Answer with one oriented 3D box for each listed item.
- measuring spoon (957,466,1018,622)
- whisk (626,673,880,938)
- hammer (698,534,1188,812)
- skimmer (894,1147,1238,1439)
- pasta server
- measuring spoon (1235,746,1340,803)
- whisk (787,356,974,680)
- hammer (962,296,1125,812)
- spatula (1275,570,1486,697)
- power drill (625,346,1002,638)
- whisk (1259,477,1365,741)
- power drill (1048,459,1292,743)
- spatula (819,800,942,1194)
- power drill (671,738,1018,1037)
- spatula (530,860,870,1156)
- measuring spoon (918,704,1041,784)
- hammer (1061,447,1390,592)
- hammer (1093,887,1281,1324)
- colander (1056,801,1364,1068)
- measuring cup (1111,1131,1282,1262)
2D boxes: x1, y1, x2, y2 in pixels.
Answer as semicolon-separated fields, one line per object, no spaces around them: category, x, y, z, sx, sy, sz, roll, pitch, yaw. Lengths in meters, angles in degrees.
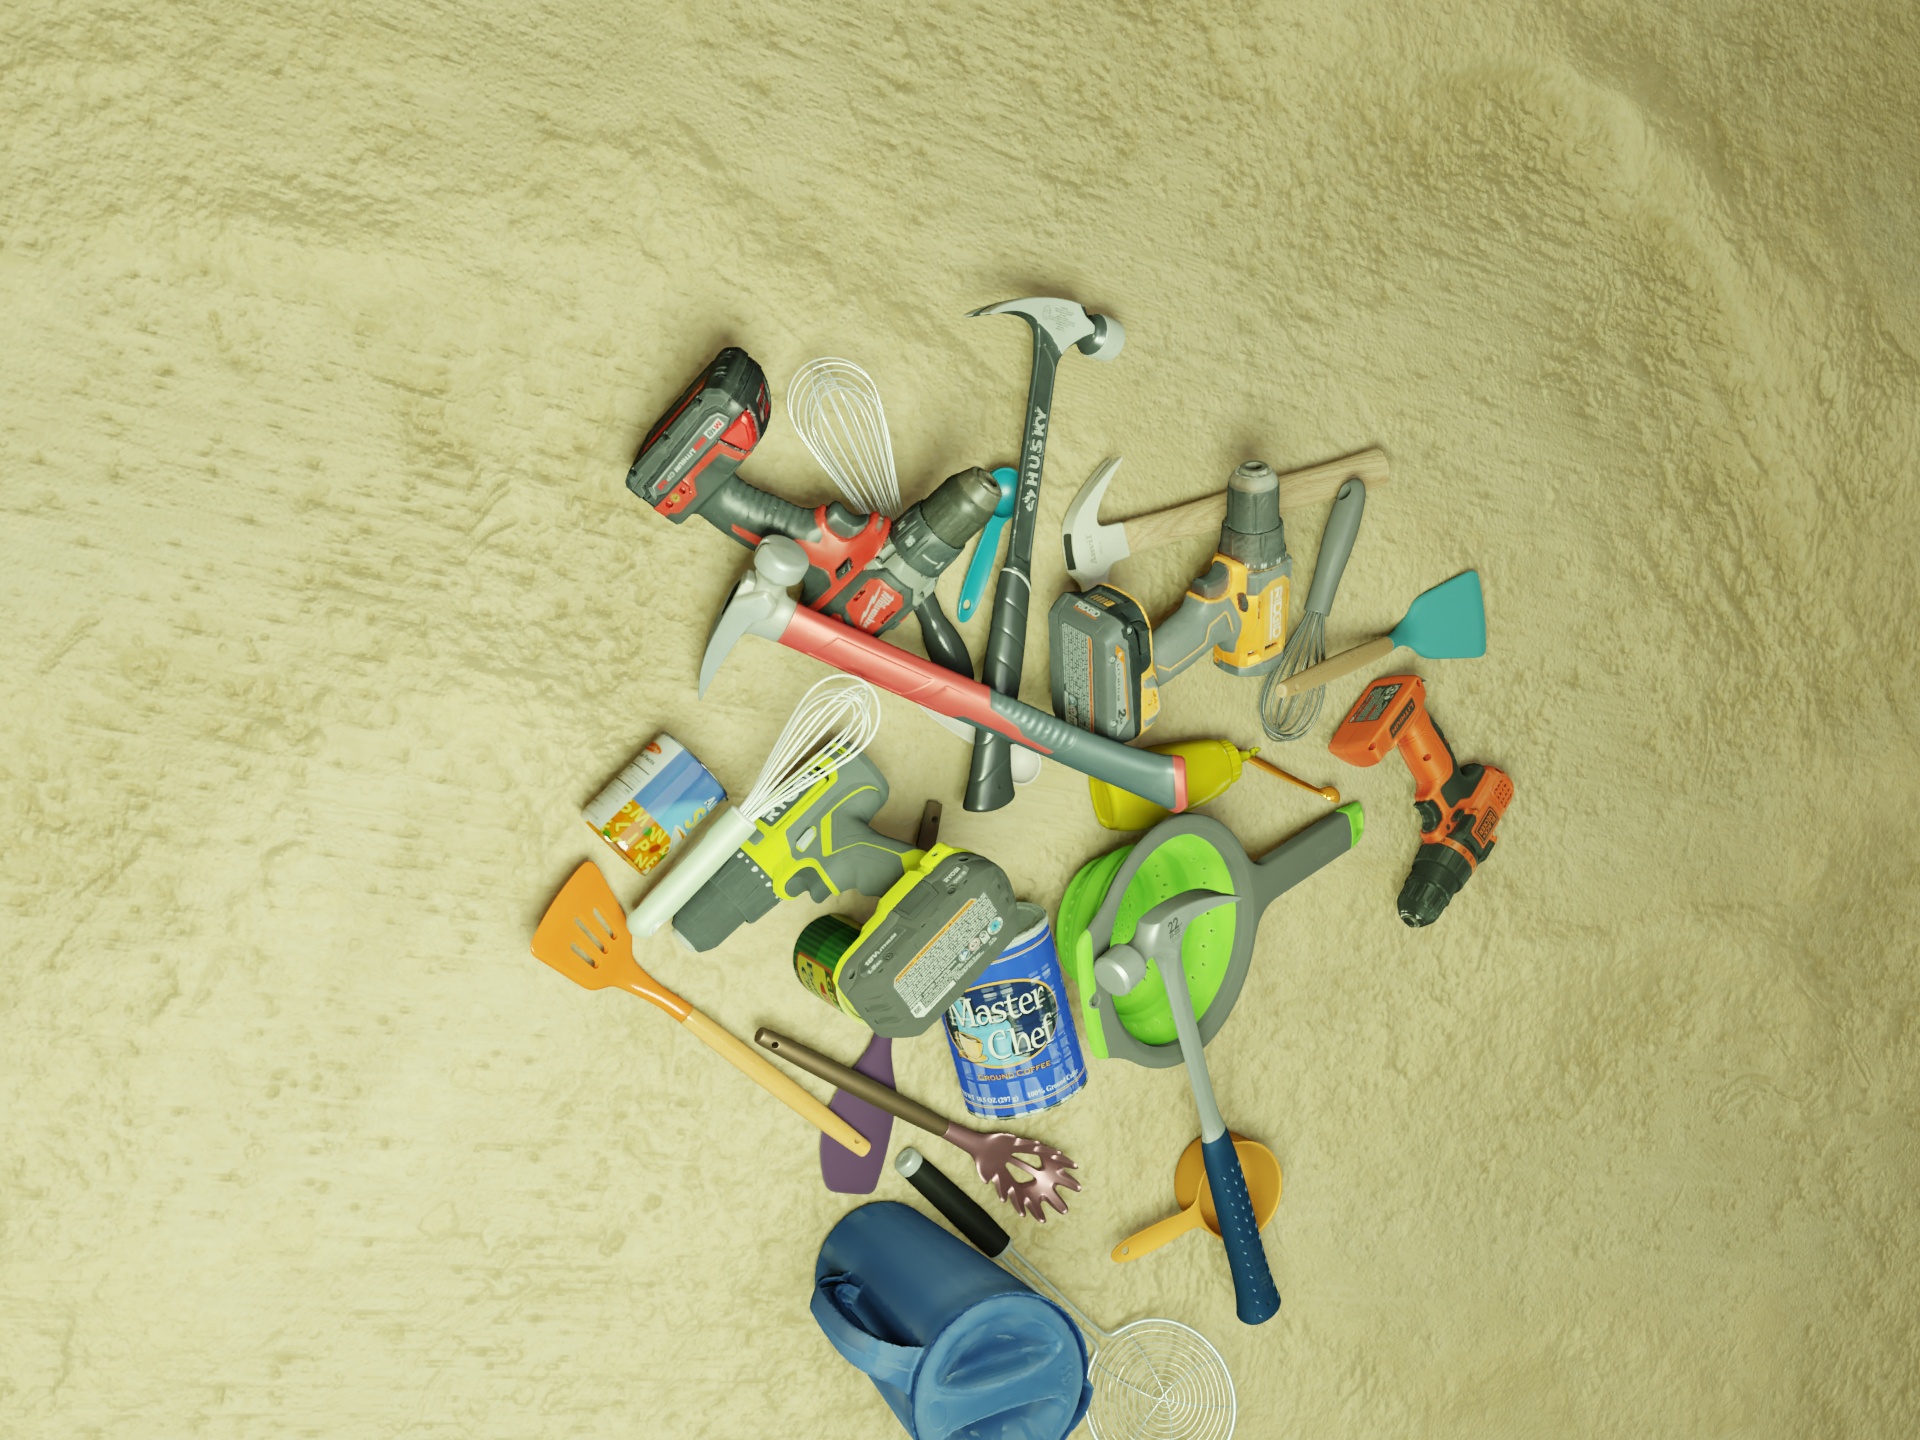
measuring spoon;0.016;-0.141;1.273;0.042;0.021;0.128;15;96;-39
whisk;-0.150;0.063;1.137;0.059;0.057;0.246;44;89;11
hammer;-0.002;-0.004;1.191;0.386;0.038;0.143;23;126;-18
skimmer;0.082;0.477;1.291;0.127;0.090;0.363;-45;108;-6
pasta server;-0.031;0.313;1.248;0.316;0.040;0.060;34;86;-27
measuring spoon;0.286;0.045;1.396;0.116;0.021;0.011;25;109;-15
whisk;-0.054;-0.143;1.220;0.070;0.070;0.284;-32;110;-20
hammer;0.043;-0.130;1.247;0.149;0.036;0.409;7;91;-42
spatula;0.370;-0.063;1.393;0.317;0.044;0.082;-20;106;-45
power drill;-0.101;-0.162;1.137;0.226;0.080;0.188;39;119;-21
whisk;0.310;-0.095;1.379;0.055;0.055;0.239;16;91;-25
power drill;0.178;-0.095;1.277;0.226;0.084;0.185;-26;129;-29
spatula;-0.056;0.218;1.255;0.059;0.018;0.316;14;88;-26
power drill;-0.088;0.125;1.126;0.190;0.229;0.080;-45;133;-16
spatula;-0.182;0.231;1.180;0.322;0.041;0.081;42;55;-19
measuring spoon;0.012;0.011;1.280;0.124;0.018;0.034;34;79;-16
hammer;0.232;-0.184;1.360;0.331;0.031;0.130;-18;101;-23
hammer;0.206;0.320;1.280;0.144;0.035;0.405;-35;119;-36
colander;0.202;0.145;1.342;0.397;0.094;0.204;-24;112;-40
measuring cup;0.192;0.414;1.363;0.173;0.052;0.095;-20;101;-21
